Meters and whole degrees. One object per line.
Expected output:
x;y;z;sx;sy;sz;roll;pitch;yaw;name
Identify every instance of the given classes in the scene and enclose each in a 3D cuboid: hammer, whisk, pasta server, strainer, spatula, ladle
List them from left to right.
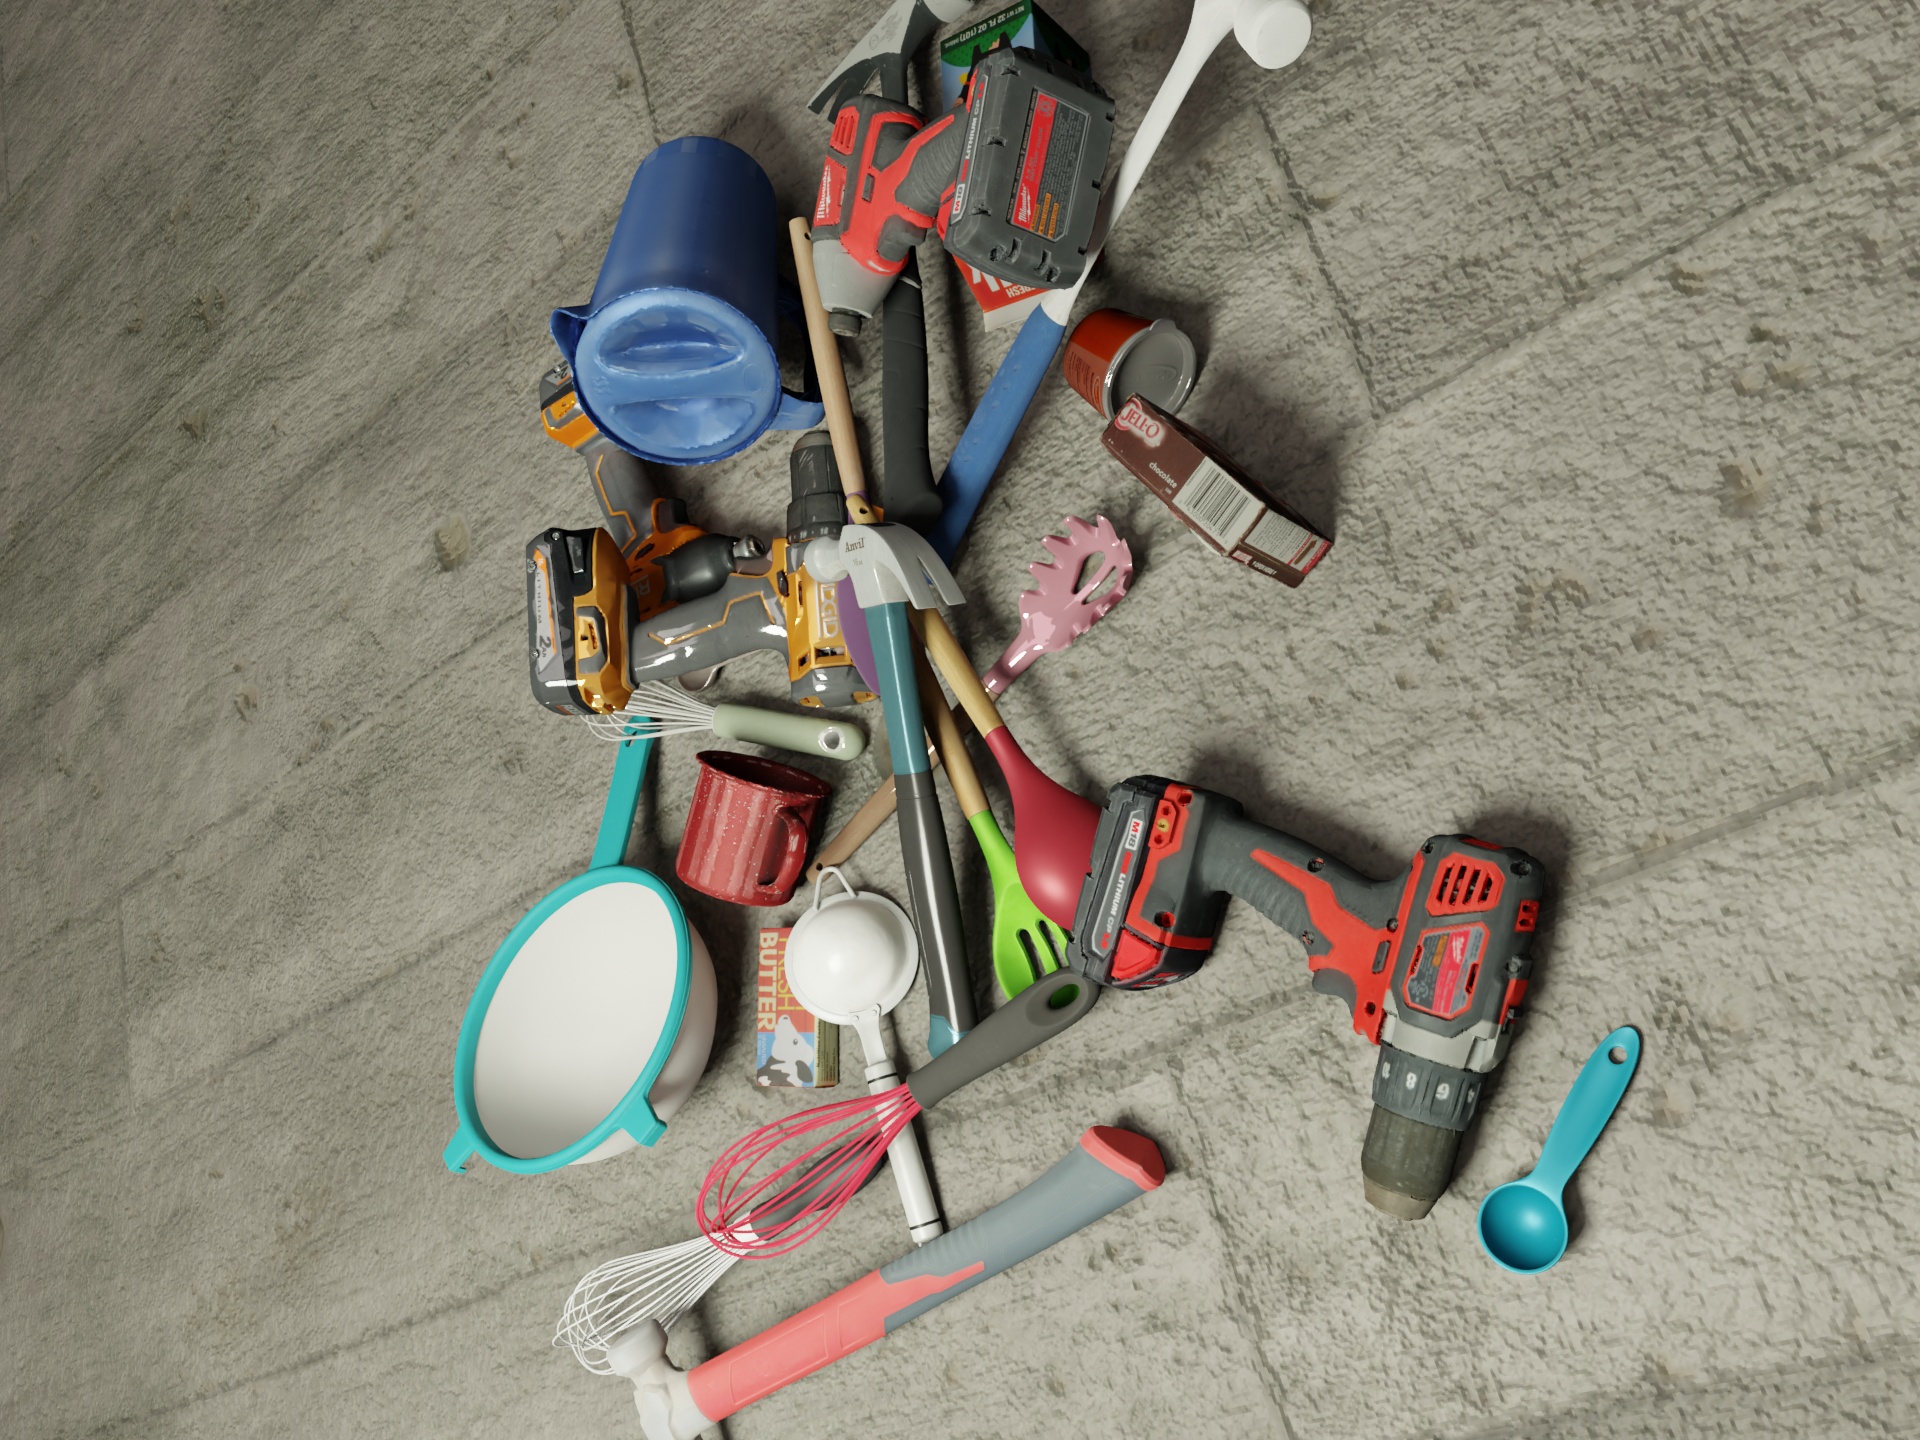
-0.230;0.158;1.111;0.211;0.095;0.341;-16;51;31;strainer
-0.171;-0.002;1.105;0.246;0.059;0.058;9;92;28;whisk
-0.159;0.345;1.030;0.284;0.070;0.070;-36;62;20;whisk
-0.074;-0.171;1.026;0.018;0.059;0.316;-15;85;53;spatula
-0.051;0.209;0.983;0.087;0.050;0.259;-19;75;2;strainer
-0.038;0.227;0.926;0.296;0.073;0.073;-36;62;15;whisk
-0.042;-0.300;1.041;0.149;0.036;0.409;-23;61;42;hammer
-0.036;0.355;0.938;0.386;0.038;0.143;-34;86;21;hammer
-0.027;0.044;0.951;0.128;0.033;0.331;-6;94;57;hammer
-0.002;-0.003;0.993;0.316;0.040;0.060;-47;69;21;pasta server
0.009;-0.014;0.950;0.069;0.031;0.316;-26;69;-14;ladle
0.058;-0.248;0.920;0.405;0.035;0.144;-59;36;35;hammer

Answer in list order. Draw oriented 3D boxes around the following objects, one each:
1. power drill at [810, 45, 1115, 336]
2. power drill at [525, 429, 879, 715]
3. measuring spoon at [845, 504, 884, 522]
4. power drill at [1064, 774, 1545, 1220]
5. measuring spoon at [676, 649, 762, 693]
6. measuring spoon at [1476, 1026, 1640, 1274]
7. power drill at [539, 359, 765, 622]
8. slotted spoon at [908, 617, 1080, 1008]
-0.015;-0.299;0.921;0.220;0.078;0.143;14;93;55;power drill
-0.167;-0.095;1.056;0.226;0.084;0.185;-5;80;2;power drill
-0.071;-0.143;1.090;0.117;0.011;0.021;26;110;33;measuring spoon
0.171;0.132;0.819;0.227;0.080;0.188;15;91;34;power drill
-0.150;-0.052;1.129;0.124;0.018;0.034;-24;70;23;measuring spoon
0.290;0.204;0.756;0.042;0.021;0.128;29;90;37;measuring spoon
-0.222;-0.170;1.164;0.164;0.084;0.227;-22;73;30;power drill
0.004;0.033;0.962;0.070;0.031;0.314;-32;73;27;slotted spoon
